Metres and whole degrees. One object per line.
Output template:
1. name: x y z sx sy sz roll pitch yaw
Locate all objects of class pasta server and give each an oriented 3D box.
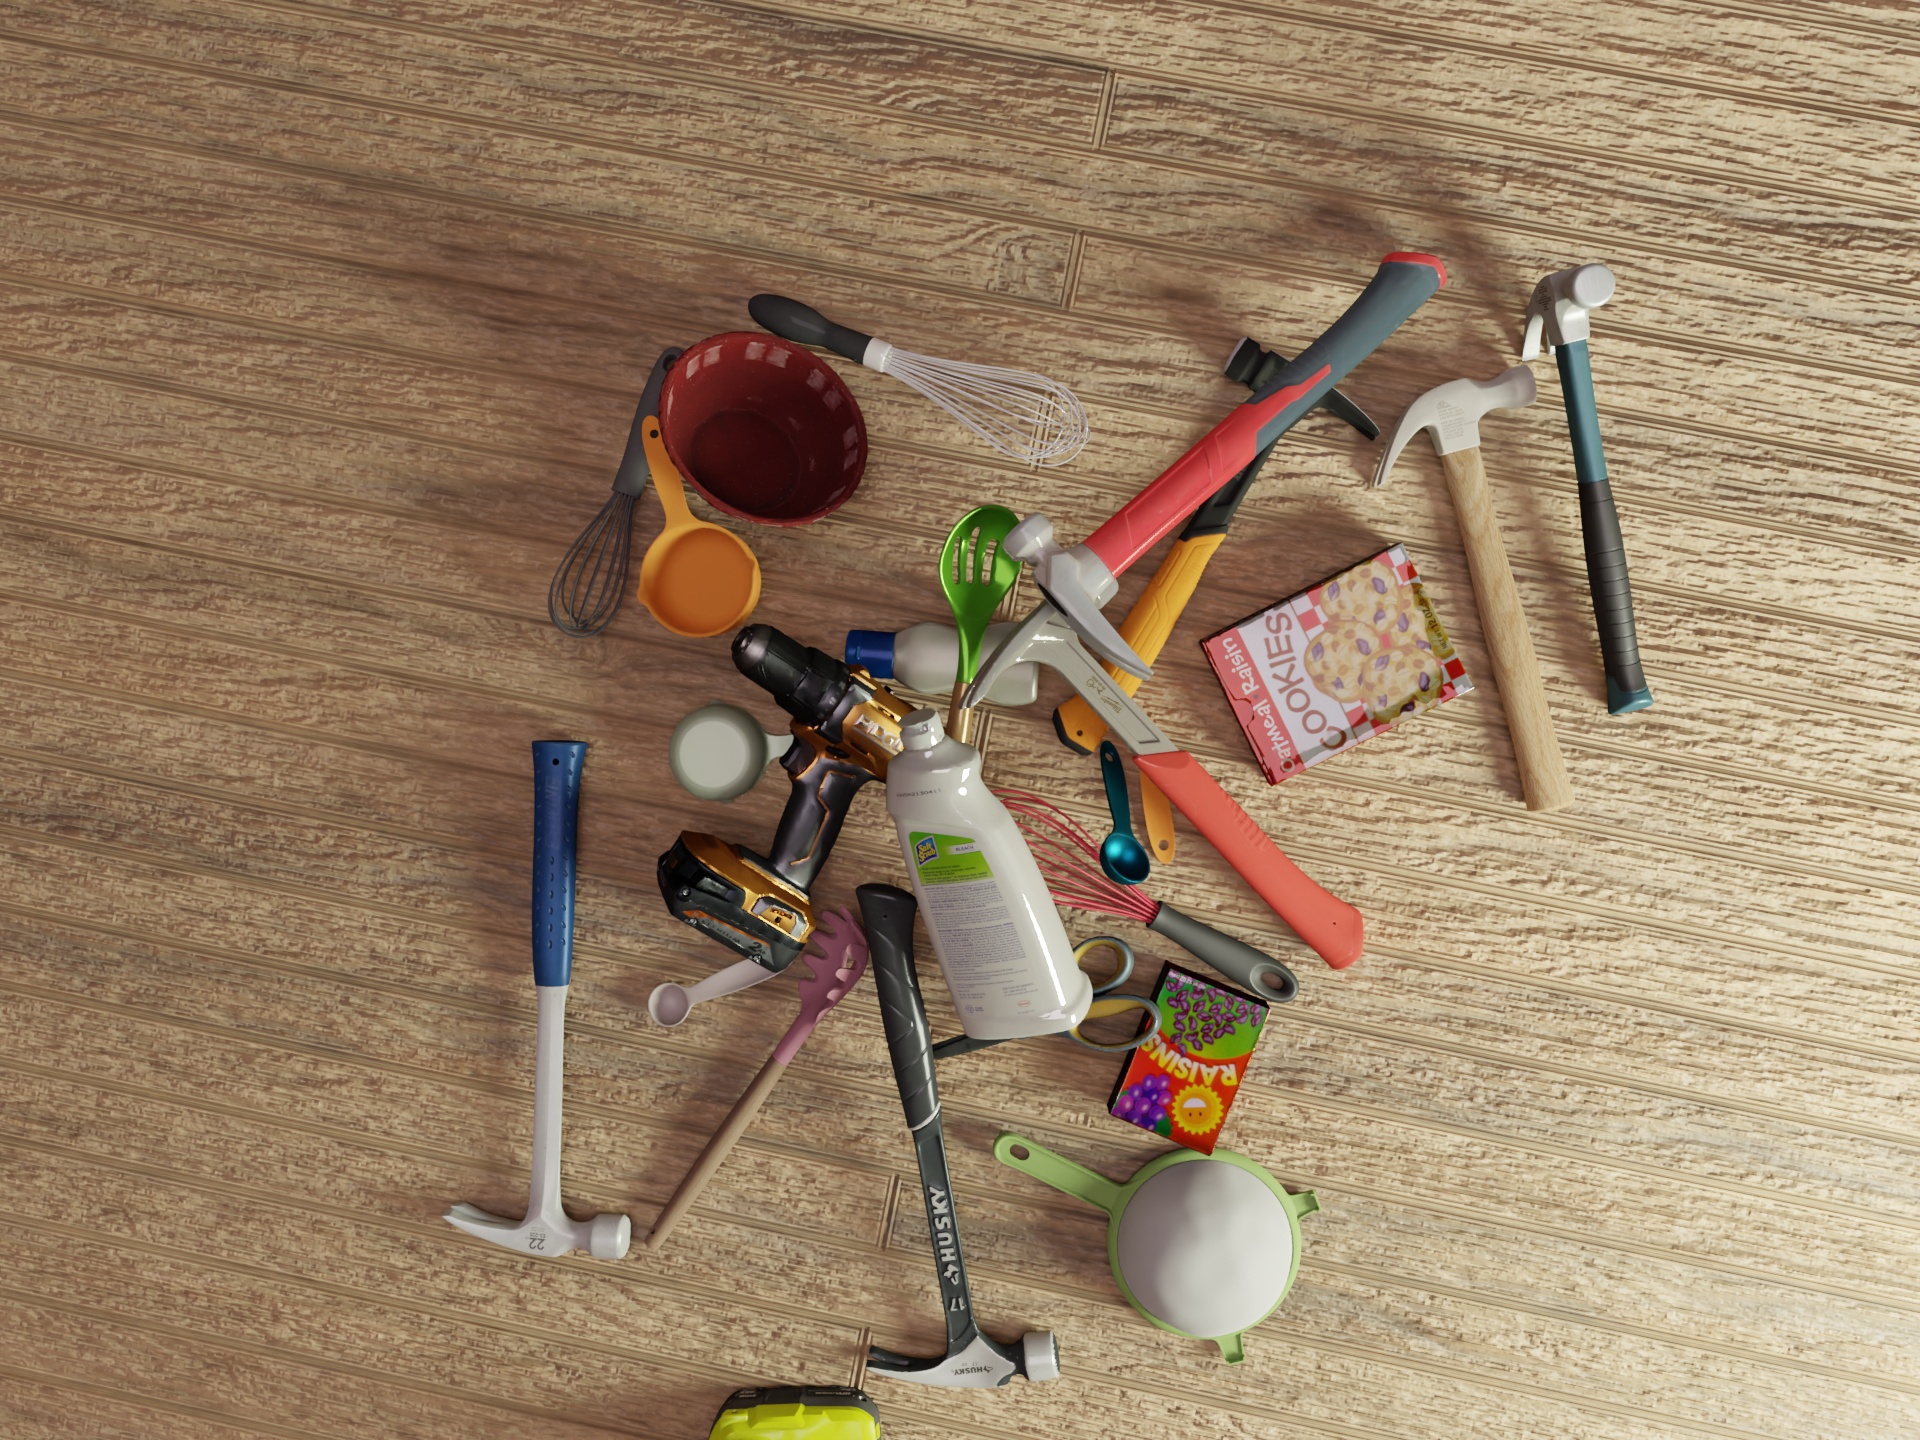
1. pasta server: -0.162 0.284 1.241 0.040 0.060 0.316 30 97 -35

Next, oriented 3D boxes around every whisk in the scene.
1. whisk: 0.130 0.139 1.213 0.296 0.073 0.073 29 93 -5
2. whisk: -0.261 -0.177 1.230 0.055 0.055 0.239 20 89 2
3. whisk: -0.034 -0.265 1.208 0.284 0.070 0.070 23 93 7

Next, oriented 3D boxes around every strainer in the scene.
1. strainer: 0.141 0.384 1.211 0.256 0.069 0.151 26 93 1

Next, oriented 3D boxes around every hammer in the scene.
1. hammer: 0.179 -0.117 1.210 0.127 0.034 0.337 32 93 3
2. hammer: 0.166 0.059 1.181 0.359 0.037 0.149 46 76 -9
3. hammer: -0.327 0.218 1.249 0.144 0.035 0.405 2 92 3
4. hammer: -0.029 0.321 1.214 0.149 0.036 0.409 -9 98 5
5. hammer: 0.219 -0.199 1.154 0.386 0.038 0.143 -41 85 -8
6. hammer: 0.402 -0.092 1.200 0.130 0.031 0.331 -15 91 3
7. hammer: 0.464 -0.162 1.162 0.033 0.128 0.331 -13 100 4

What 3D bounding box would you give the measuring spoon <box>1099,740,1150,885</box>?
1. measuring spoon: 0.114 0.071 1.199 0.042 0.129 0.021 18 136 -27

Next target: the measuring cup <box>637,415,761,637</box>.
1. measuring cup: -0.209 -0.148 1.223 0.095 0.052 0.173 -17 89 4

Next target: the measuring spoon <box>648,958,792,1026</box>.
1. measuring spoon: -0.186 0.207 1.248 0.124 0.018 0.034 -22 77 4

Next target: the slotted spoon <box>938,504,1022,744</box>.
1. slotted spoon: -0.002 -0.004 1.175 0.070 0.031 0.313 2 100 -31

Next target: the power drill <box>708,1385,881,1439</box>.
1. power drill: -0.127 0.572 1.155 0.171 0.223 0.080 -3 92 3

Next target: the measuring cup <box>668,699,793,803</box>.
1. measuring cup: -0.145 0.021 1.230 0.167 0.038 0.083 -5 92 4

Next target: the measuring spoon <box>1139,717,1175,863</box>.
1. measuring spoon: 0.149 0.054 1.231 0.021 0.011 0.117 -10 95 4

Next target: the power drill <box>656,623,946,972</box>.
1. power drill: -0.136 0.053 1.185 0.185 0.084 0.226 35 93 -25
